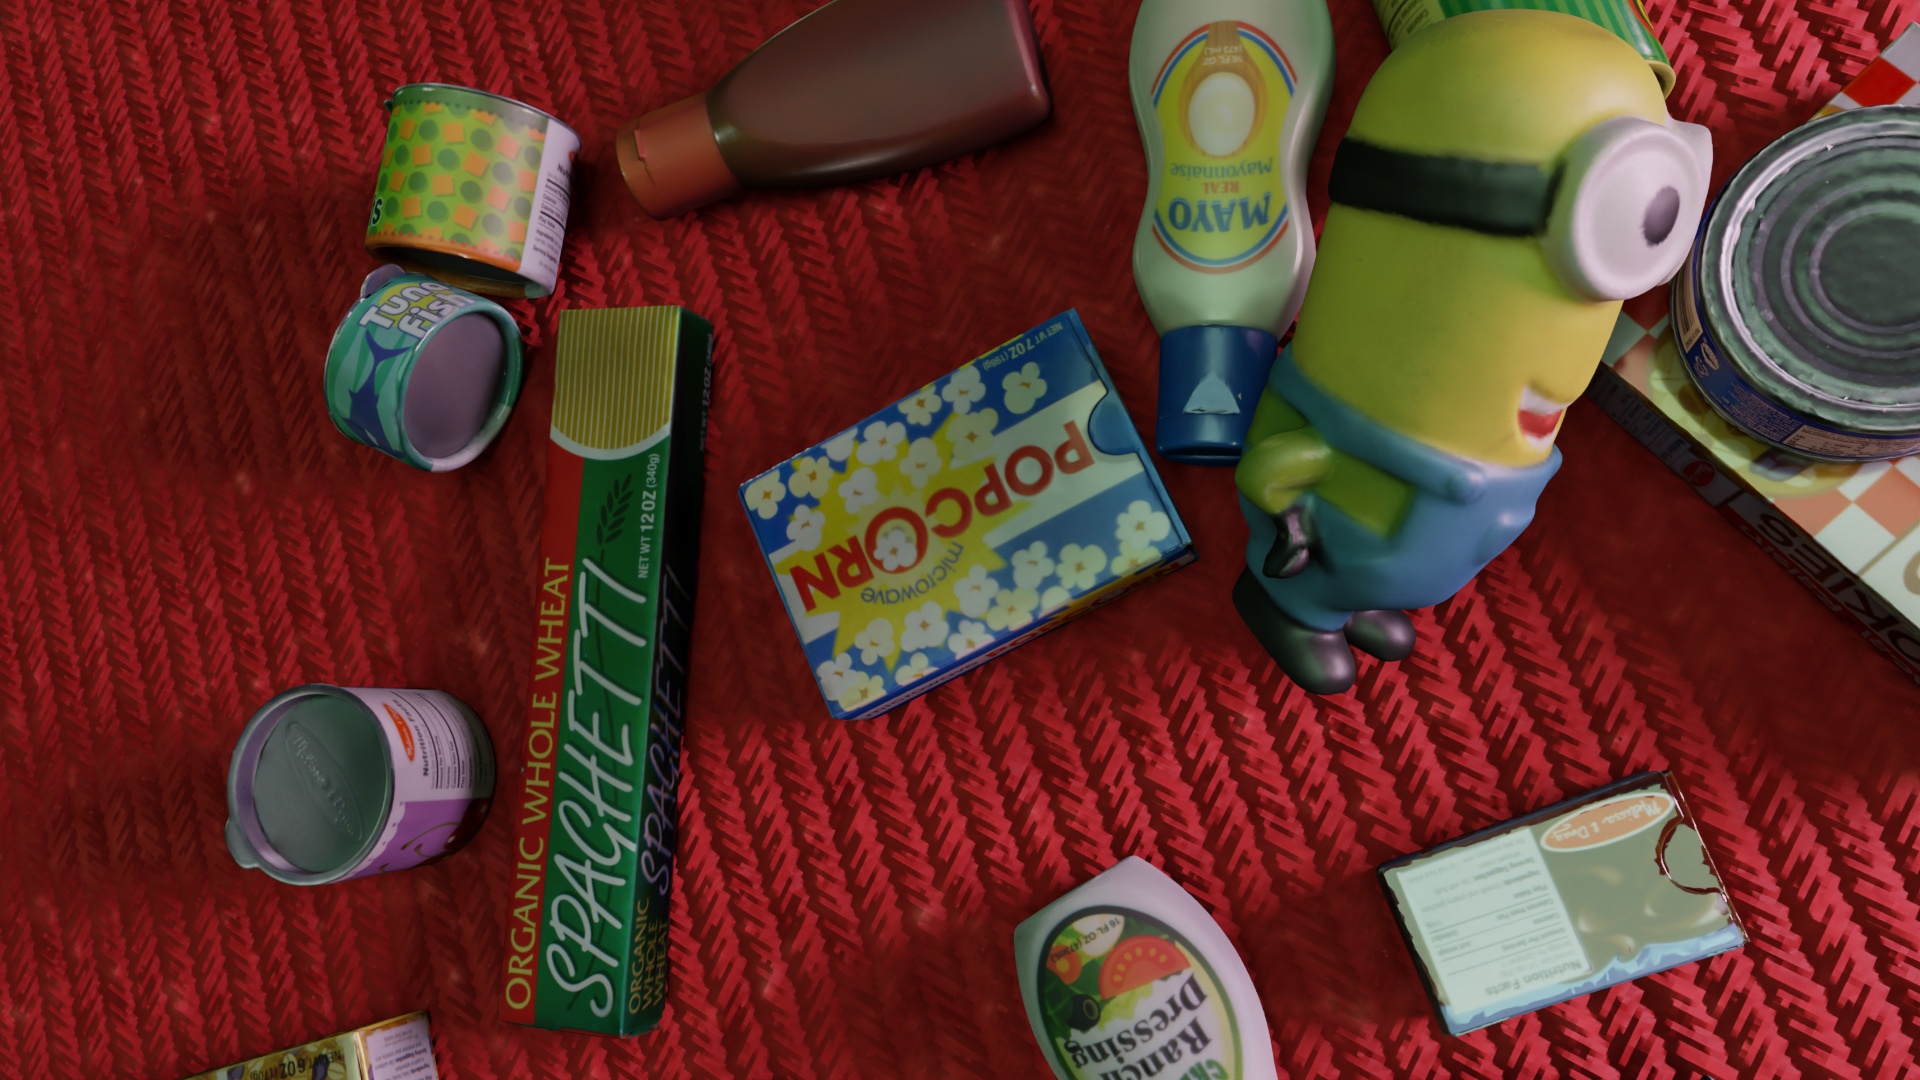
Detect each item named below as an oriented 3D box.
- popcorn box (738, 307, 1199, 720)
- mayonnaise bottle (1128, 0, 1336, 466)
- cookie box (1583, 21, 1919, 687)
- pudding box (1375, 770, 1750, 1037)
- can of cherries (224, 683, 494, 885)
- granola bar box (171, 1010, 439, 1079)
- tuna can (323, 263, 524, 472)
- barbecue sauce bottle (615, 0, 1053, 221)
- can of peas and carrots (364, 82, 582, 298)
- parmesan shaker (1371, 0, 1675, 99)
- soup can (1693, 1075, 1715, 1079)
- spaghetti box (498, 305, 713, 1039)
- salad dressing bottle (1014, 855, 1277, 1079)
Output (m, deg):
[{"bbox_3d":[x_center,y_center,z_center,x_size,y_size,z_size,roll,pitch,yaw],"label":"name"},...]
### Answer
[{"bbox_3d":[0.002,-0.006,0.448,0.126,0.038,0.085,-27,75,11],"label":"popcorn box"},{"bbox_3d":[0.083,-0.099,0.436,0.065,0.041,0.148,2,82,15],"label":"mayonnaise bottle"},{"bbox_3d":[0.271,-0.037,0.372,0.123,0.040,0.168,-44,73,6],"label":"cookie box"},{"bbox_3d":[0.166,0.101,0.389,0.083,0.030,0.050,-23,75,12],"label":"pudding box"},{"bbox_3d":[-0.210,0.085,0.486,0.071,0.058,0.071,-2,83,15],"label":"can of cherries"},{"bbox_3d":[-0.256,0.248,0.485,0.165,0.039,0.124,-19,78,13],"label":"granola bar box"},{"bbox_3d":[-0.190,-0.061,0.495,0.033,0.071,0.071,22,89,16],"label":"tuna can"},{"bbox_3d":[-0.046,-0.151,0.480,0.148,0.043,0.065,-16,78,14],"label":"barbecue sauce bottle"},{"bbox_3d":[-0.178,-0.125,0.502,0.071,0.071,0.059,7,85,17],"label":"can of peas and carrots"},{"bbox_3d":[0.157,-0.166,0.408,0.071,0.071,0.103,-19,77,13],"label":"parmesan shaker"},{"bbox_3d":[0.159,0.178,0.358,0.084,0.071,0.071,-12,79,15],"label":"soup can"},{"bbox_3d":[-0.121,0.042,0.482,0.050,0.028,0.250,0,82,17],"label":"spaghetti box"},{"bbox_3d":[0.071,0.166,0.400,0.064,0.044,0.148,-34,75,8],"label":"salad dressing bottle"}]
